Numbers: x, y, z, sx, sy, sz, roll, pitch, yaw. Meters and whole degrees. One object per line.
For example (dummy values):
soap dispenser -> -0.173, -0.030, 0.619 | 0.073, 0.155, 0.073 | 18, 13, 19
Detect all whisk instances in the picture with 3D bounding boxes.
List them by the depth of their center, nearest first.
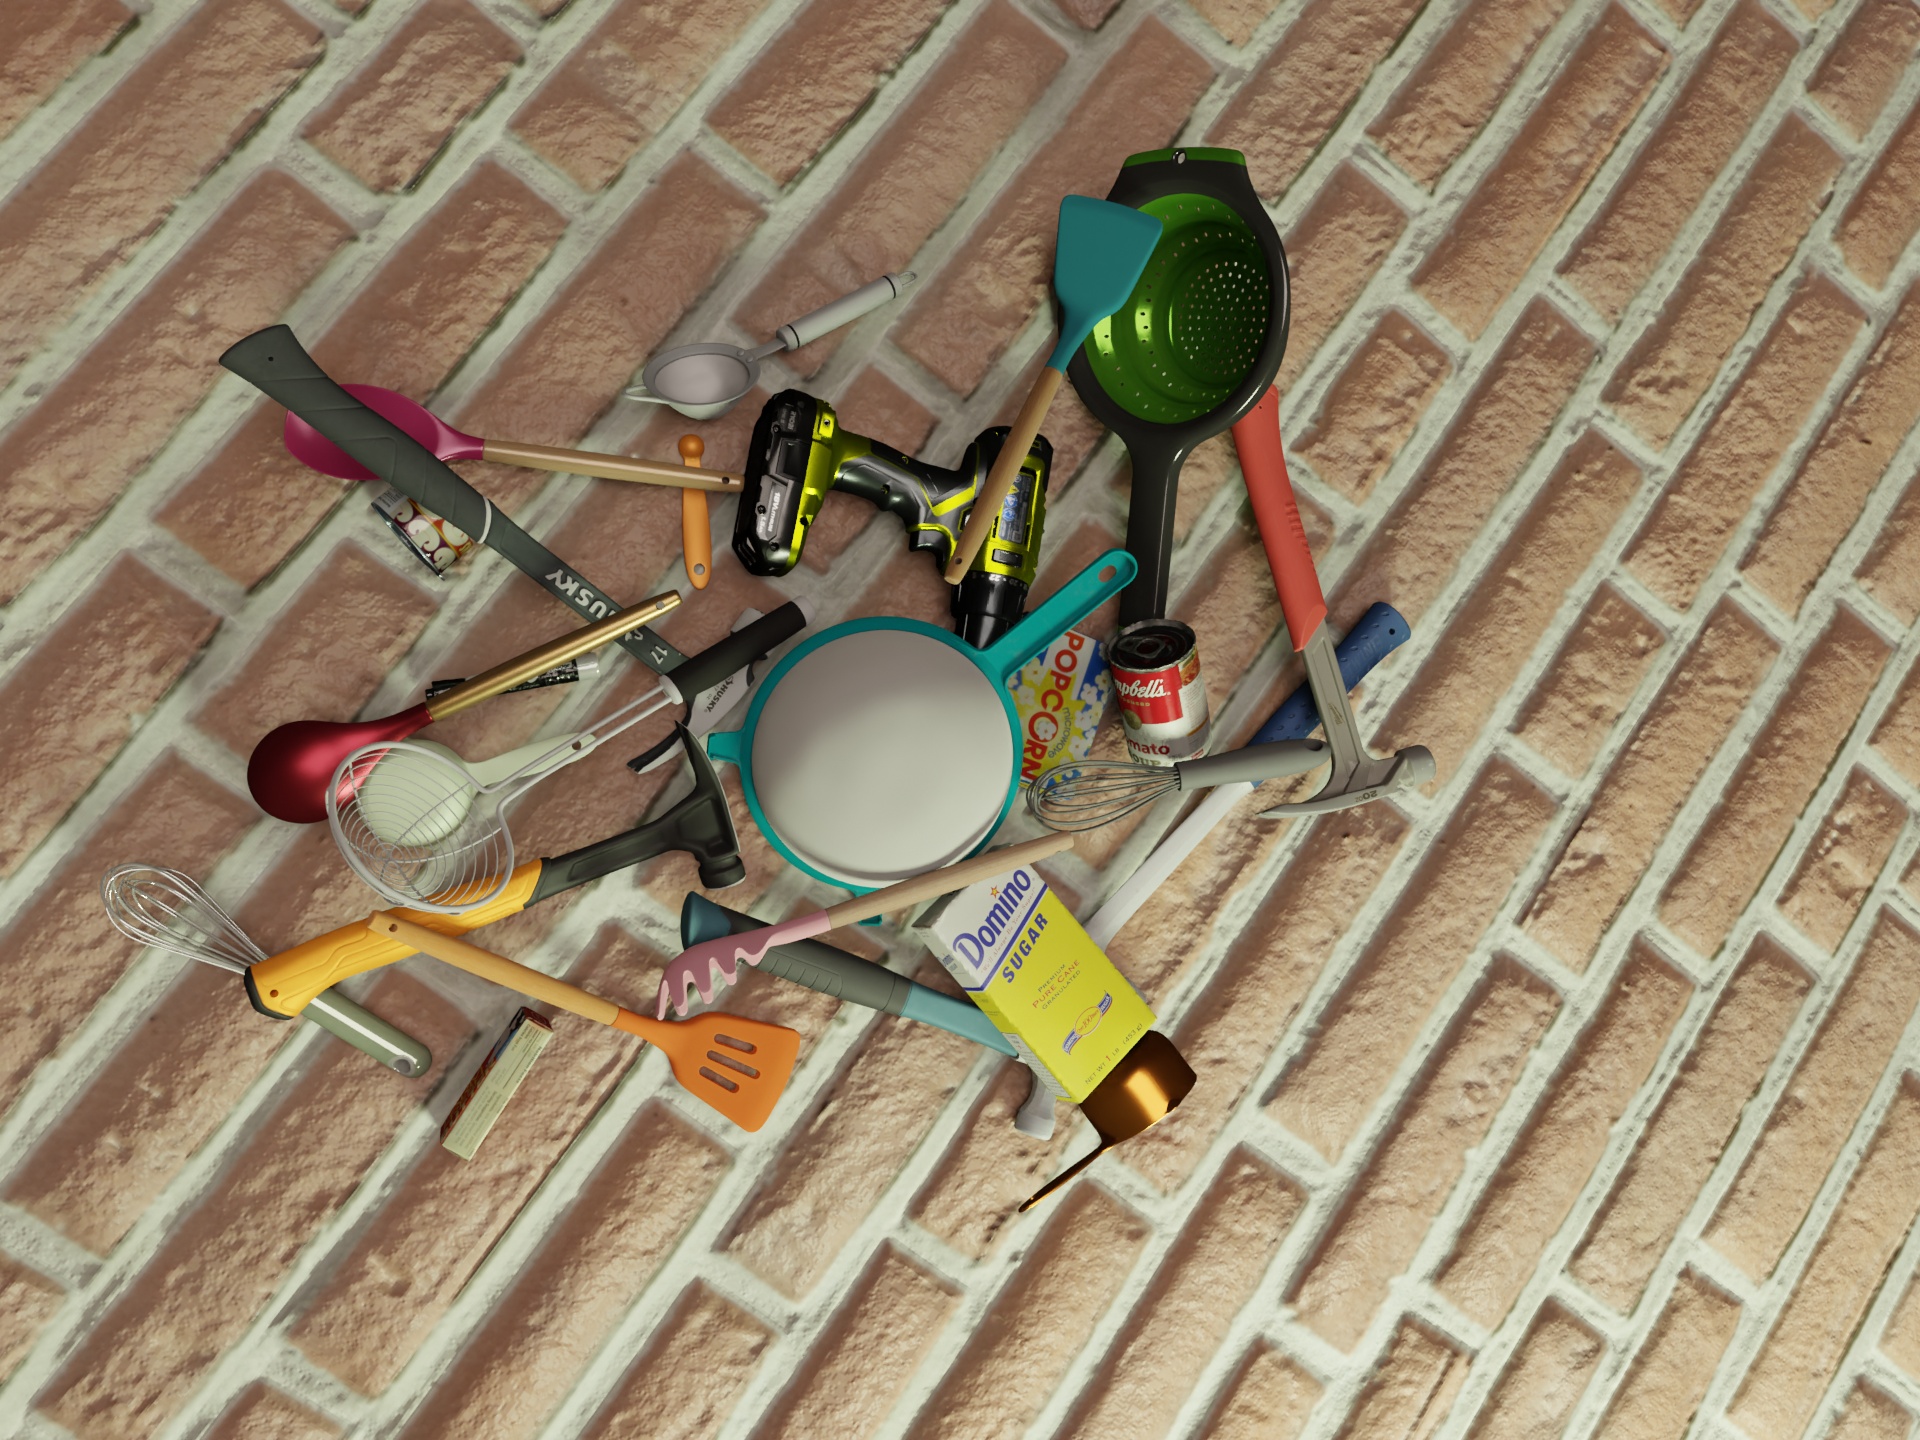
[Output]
whisk -> -0.464, 0.170, 1.072 | 0.246, 0.059, 0.057 | 37, 115, -15
whisk -> 0.166, 0.044, 1.197 | 0.239, 0.055, 0.055 | -10, 90, -7

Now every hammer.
hammer -> -0.312, -0.120, 1.080 | 0.408, 0.036, 0.149 | 39, 80, -28
hammer -> -0.317, 0.113, 1.087 | 0.337, 0.034, 0.127 | -22, 112, -21
hammer -> -0.055, 0.201, 1.176 | 0.330, 0.033, 0.128 | 23, 80, -19
hammer -> 0.261, -0.104, 1.271 | 0.149, 0.036, 0.359 | -13, 83, -13
hammer -> 0.215, 0.049, 1.274 | 0.405, 0.035, 0.144 | -45, 99, -14

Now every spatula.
spatula -> -0.258, 0.198, 1.103 | 0.322, 0.041, 0.081 | 31, 79, -32
spatula -> 0.056, -0.243, 1.179 | 0.082, 0.044, 0.317 | 21, 75, 14

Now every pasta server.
pasta server -> -0.065, 0.138, 1.116 | 0.316, 0.060, 0.040 | -17, 76, -12

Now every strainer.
strainer -> -0.002, -0.004, 1.135 | 0.340, 0.095, 0.211 | -39, 106, 3
strainer -> -0.135, -0.280, 1.192 | 0.258, 0.050, 0.087 | -32, 52, -20

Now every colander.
colander -> 0.177, -0.236, 1.250 | 0.094, 0.205, 0.397 | -10, 108, -50

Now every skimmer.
skimmer -> -0.241, 0.001, 1.059 | 0.363, 0.090, 0.127 | -34, 83, -24

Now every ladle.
ladle -> -0.332, -0.016, 1.071 | 0.315, 0.031, 0.069 | -26, 101, -6

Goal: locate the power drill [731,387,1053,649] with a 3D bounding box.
power drill -> -0.048, -0.141, 1.191 | 0.228, 0.080, 0.190 | 12, 83, -18

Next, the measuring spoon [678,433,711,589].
measuring spoon -> -0.196, -0.156, 1.181 | 0.021, 0.011, 0.117 | -3, 88, -16

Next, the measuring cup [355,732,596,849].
measuring cup -> -0.336, 0.037, 1.101 | 0.167, 0.038, 0.083 | -17, 90, -4

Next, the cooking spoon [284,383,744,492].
cooking spoon -> -0.314, -0.190, 1.138 | 0.318, 0.017, 0.069 | 6, 84, -11

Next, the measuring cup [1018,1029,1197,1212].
measuring cup -> 0.097, 0.296, 1.193 | 0.173, 0.095, 0.052 | -33, 88, -23
